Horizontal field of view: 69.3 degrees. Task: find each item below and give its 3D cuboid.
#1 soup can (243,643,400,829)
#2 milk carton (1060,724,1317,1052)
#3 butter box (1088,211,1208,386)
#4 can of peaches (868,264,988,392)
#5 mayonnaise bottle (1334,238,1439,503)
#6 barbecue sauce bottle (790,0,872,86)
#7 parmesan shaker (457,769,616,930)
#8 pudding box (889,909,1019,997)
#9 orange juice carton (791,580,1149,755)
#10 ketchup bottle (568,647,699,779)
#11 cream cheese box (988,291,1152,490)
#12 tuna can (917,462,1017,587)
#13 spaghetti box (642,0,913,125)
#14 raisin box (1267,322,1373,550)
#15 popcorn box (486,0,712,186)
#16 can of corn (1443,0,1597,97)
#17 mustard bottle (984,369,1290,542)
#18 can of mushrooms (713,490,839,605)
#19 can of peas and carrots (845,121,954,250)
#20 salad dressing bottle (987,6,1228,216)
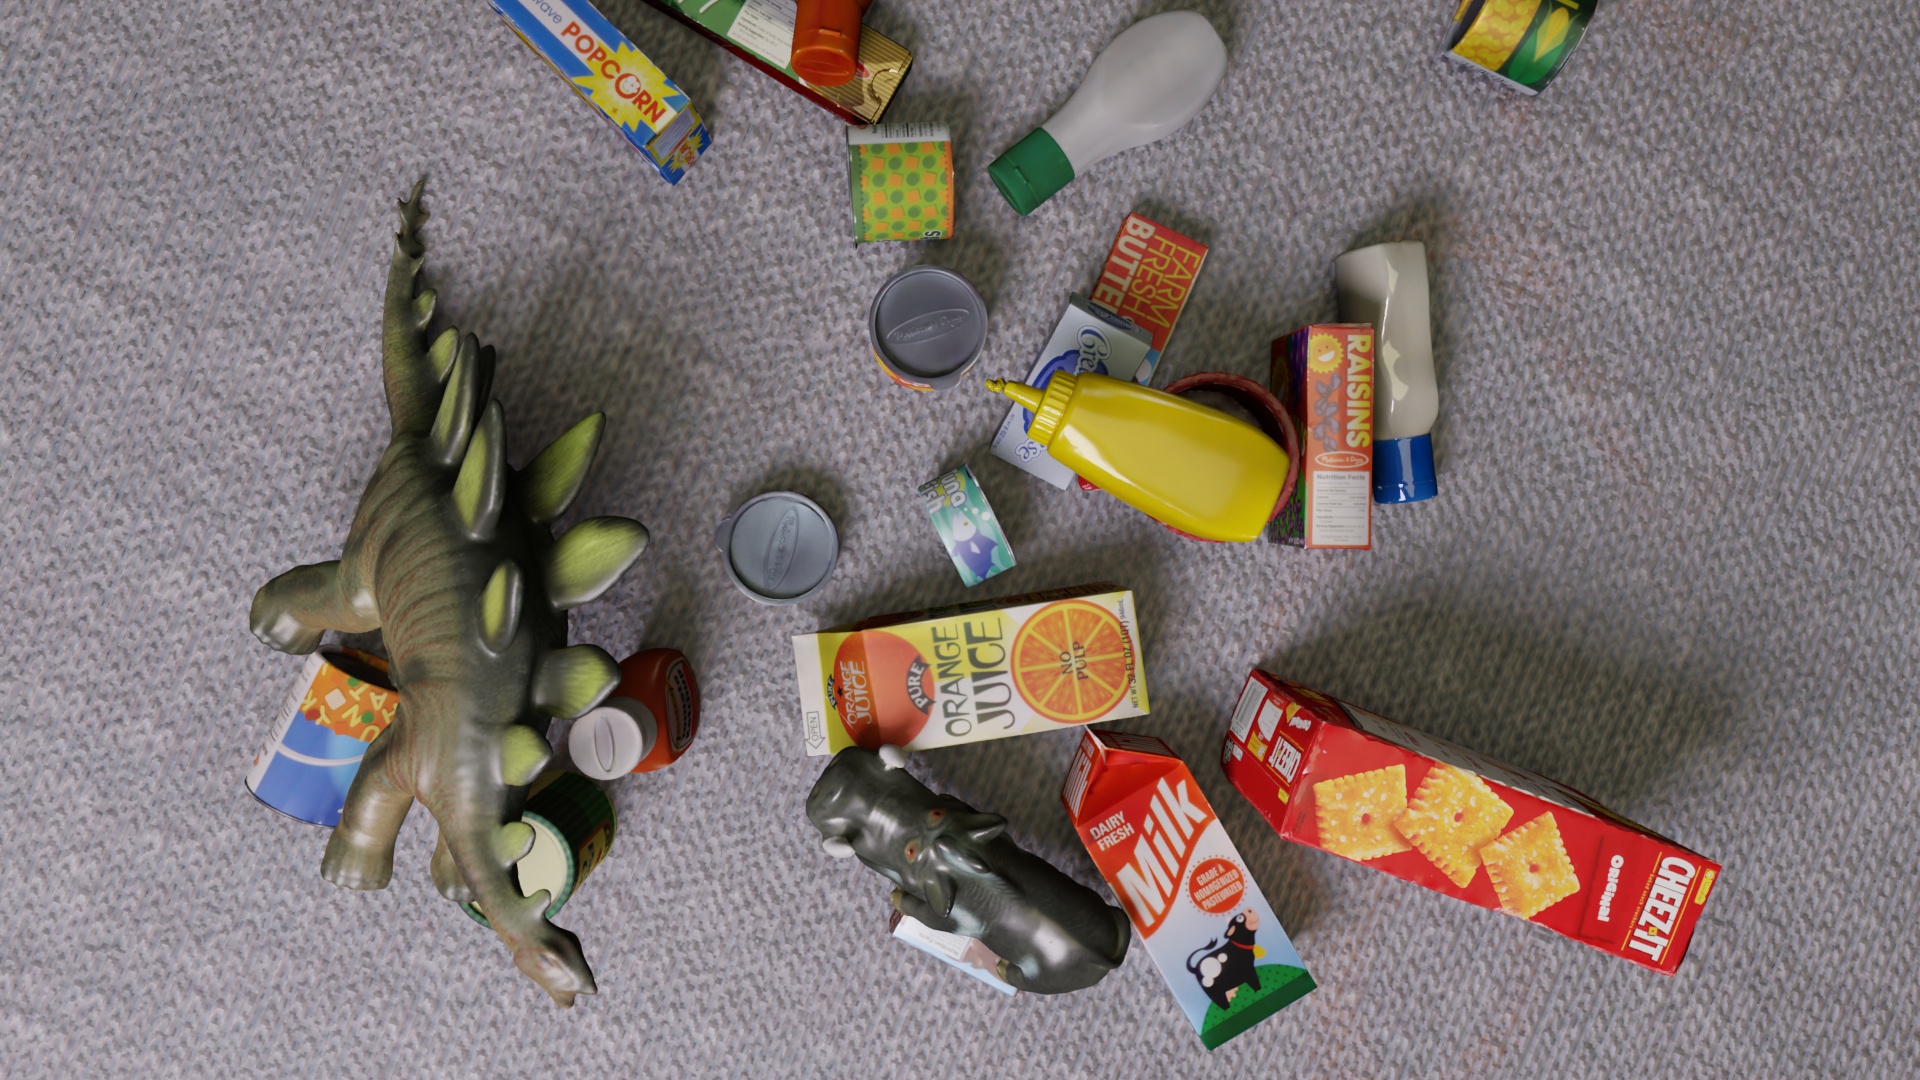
[{"bbox_3d":[-0.347,0.110,0.780,0.071,0.071,0.084,27,90,-3],"label":"soup can"},{"bbox_3d":[0.118,0.183,0.797,0.073,0.072,0.190,-31,92,-1],"label":"milk carton"},{"bbox_3d":[0.100,-0.134,0.815,0.053,0.024,0.103,24,90,-3],"label":"butter box"},{"bbox_3d":[-0.018,-0.117,0.793,0.071,0.058,0.071,0,91,-3],"label":"can of peaches"},{"bbox_3d":[0.250,-0.097,0.805,0.041,0.065,0.148,-9,96,-10],"label":"mayonnaise bottle"},{"bbox_3d":[-0.069,-0.326,0.772,0.065,0.043,0.149,8,72,-12],"label":"barbecue sauce bottle"},{"bbox_3d":[-0.236,0.171,0.766,0.071,0.103,0.071,0,92,-2],"label":"parmesan shaker"},{"bbox_3d":[0.006,0.225,0.814,0.084,0.030,0.049,27,89,-3],"label":"pudding box"},{"bbox_3d":[0.003,0.074,0.790,0.193,0.073,0.071,-9,92,-2],"label":"orange juice carton"},{"bbox_3d":[-0.174,0.096,0.745,0.043,0.149,0.064,-7,92,-1],"label":"ketchup bottle"},{"bbox_3d":[0.062,-0.084,0.793,0.053,0.024,0.103,27,118,-4],"label":"cream cheese box"},{"bbox_3d":[0.003,-0.010,0.790,0.033,0.071,0.071,-27,92,-1],"label":"tuna can"},{"bbox_3d":[-0.146,-0.319,0.798,0.250,0.028,0.050,30,89,-3],"label":"spaghetti box"},{"bbox_3d":[0.204,-0.057,0.789,0.040,0.086,0.123,0,91,-1],"label":"raisin box"},{"bbox_3d":[-0.200,-0.262,0.769,0.126,0.085,0.038,44,89,-2],"label":"popcorn box"},{"bbox_3d":[0.322,-0.301,0.799,0.058,0.071,0.071,24,90,-2],"label":"can of corn"},{"bbox_3d":[0.087,-0.053,0.720,0.160,0.049,0.065,24,90,-2],"label":"mustard bottle"},{"bbox_3d":[-0.105,0.003,0.804,0.071,0.033,0.071,0,92,-2],"label":"can of mushrooms"},{"bbox_3d":[-0.034,-0.200,0.788,0.059,0.071,0.071,-4,91,-3],"label":"can of peas and carrots"},{"bbox_3d":[0.084,-0.246,0.803,0.147,0.044,0.064,-37,94,0],"label":"salad dressing bottle"}]
